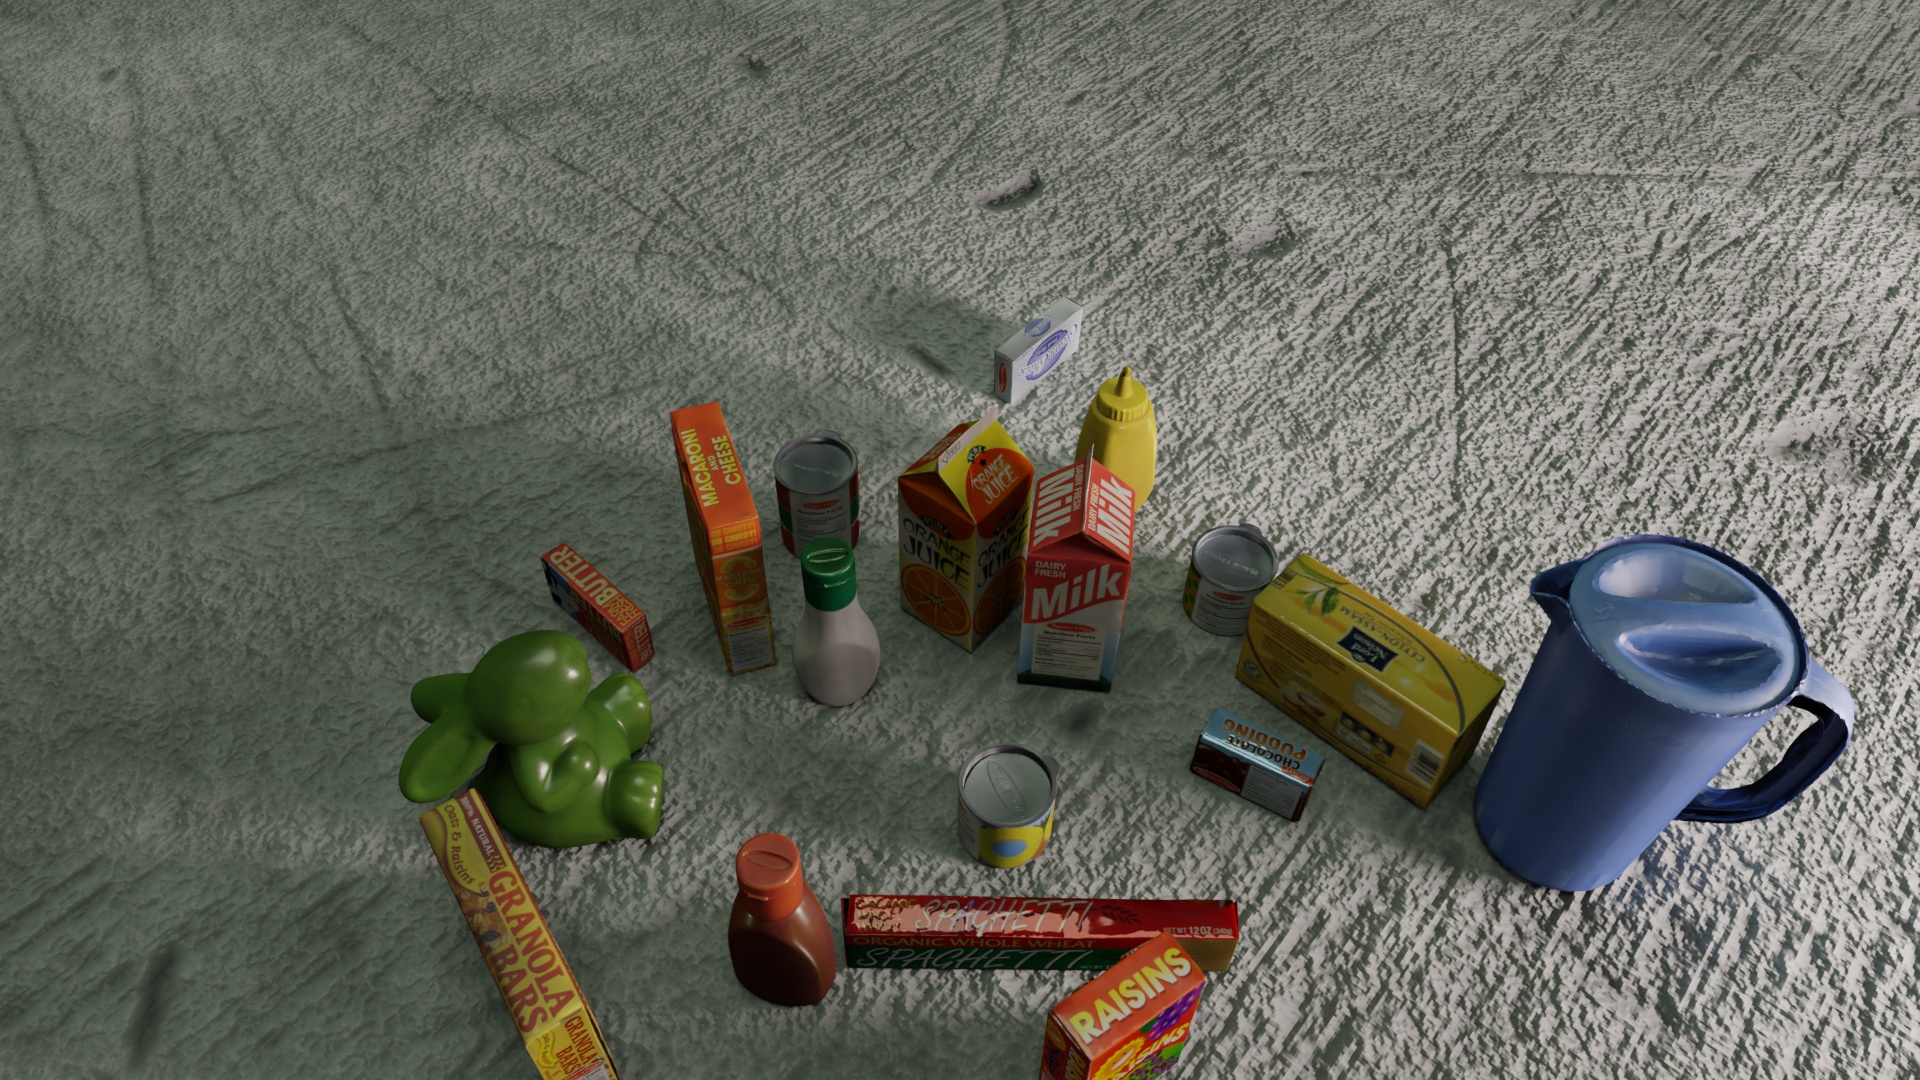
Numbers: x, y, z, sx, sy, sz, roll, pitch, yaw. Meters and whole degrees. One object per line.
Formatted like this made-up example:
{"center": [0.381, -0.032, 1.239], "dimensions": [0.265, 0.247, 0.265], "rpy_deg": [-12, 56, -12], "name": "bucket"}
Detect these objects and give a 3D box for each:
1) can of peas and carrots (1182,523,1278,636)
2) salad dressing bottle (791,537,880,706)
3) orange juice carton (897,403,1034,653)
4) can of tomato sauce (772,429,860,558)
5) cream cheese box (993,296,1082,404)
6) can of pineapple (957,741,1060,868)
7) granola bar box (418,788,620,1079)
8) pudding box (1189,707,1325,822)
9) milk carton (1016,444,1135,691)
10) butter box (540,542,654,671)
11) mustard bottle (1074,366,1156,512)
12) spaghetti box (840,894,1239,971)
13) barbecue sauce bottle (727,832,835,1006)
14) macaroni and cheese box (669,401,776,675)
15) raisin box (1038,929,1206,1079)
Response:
{"center": [0.209, 0.030, 1.078], "dimensions": [0.071, 0.058, 0.071], "rpy_deg": [1, 48, -1], "name": "can of peas and carrots"}
{"center": [-0.090, 0.059, 0.985], "dimensions": [0.064, 0.146, 0.044], "rpy_deg": [-8, 49, -8], "name": "salad dressing bottle"}
{"center": [0.004, -0.013, 1.021], "dimensions": [0.073, 0.191, 0.072], "rpy_deg": [31, 55, 23], "name": "orange juice carton"}
{"center": [-0.114, -0.035, 1.110], "dimensions": [0.071, 0.082, 0.071], "rpy_deg": [1, 48, -1], "name": "can of tomato sauce"}
{"center": [0.070, -0.173, 1.258], "dimensions": [0.024, 0.053, 0.104], "rpy_deg": [32, 55, 24], "name": "cream cheese box"}
{"center": [0.033, 0.179, 0.941], "dimensions": [0.071, 0.057, 0.071], "rpy_deg": [1, 48, -1], "name": "can of pineapple"}
{"center": [-0.262, 0.246, 0.829], "dimensions": [0.039, 0.123, 0.166], "rpy_deg": [-26, 54, -22], "name": "granola bar box"}
{"center": [0.207, 0.157, 0.971], "dimensions": [0.084, 0.049, 0.030], "rpy_deg": [24, 52, 19], "name": "pudding box"}
{"center": [0.083, 0.022, 0.994], "dimensions": [0.073, 0.189, 0.073], "rpy_deg": [6, 49, 4], "name": "milk carton"}
{"center": [-0.274, 0.050, 1.050], "dimensions": [0.104, 0.052, 0.024], "rpy_deg": [36, 57, 27], "name": "butter box"}
{"center": [0.126, -0.082, 1.108], "dimensions": [0.065, 0.159, 0.049], "rpy_deg": [-23, 53, -20], "name": "mustard bottle"}
{"center": [0.049, 0.250, 0.883], "dimensions": [0.250, 0.049, 0.029], "rpy_deg": [1, 48, -1], "name": "spaghetti box"}
{"center": [-0.110, 0.228, 0.833], "dimensions": [0.065, 0.147, 0.044], "rpy_deg": [12, 49, 9], "name": "barbecue sauce bottle"}
{"center": [-0.174, 0.001, 1.021], "dimensions": [0.040, 0.165, 0.124], "rpy_deg": [-14, 50, -14], "name": "macaroni and cheese box"}
{"center": [0.091, 0.287, 0.803], "dimensions": [0.086, 0.122, 0.040], "rpy_deg": [-27, 54, -23], "name": "raisin box"}
